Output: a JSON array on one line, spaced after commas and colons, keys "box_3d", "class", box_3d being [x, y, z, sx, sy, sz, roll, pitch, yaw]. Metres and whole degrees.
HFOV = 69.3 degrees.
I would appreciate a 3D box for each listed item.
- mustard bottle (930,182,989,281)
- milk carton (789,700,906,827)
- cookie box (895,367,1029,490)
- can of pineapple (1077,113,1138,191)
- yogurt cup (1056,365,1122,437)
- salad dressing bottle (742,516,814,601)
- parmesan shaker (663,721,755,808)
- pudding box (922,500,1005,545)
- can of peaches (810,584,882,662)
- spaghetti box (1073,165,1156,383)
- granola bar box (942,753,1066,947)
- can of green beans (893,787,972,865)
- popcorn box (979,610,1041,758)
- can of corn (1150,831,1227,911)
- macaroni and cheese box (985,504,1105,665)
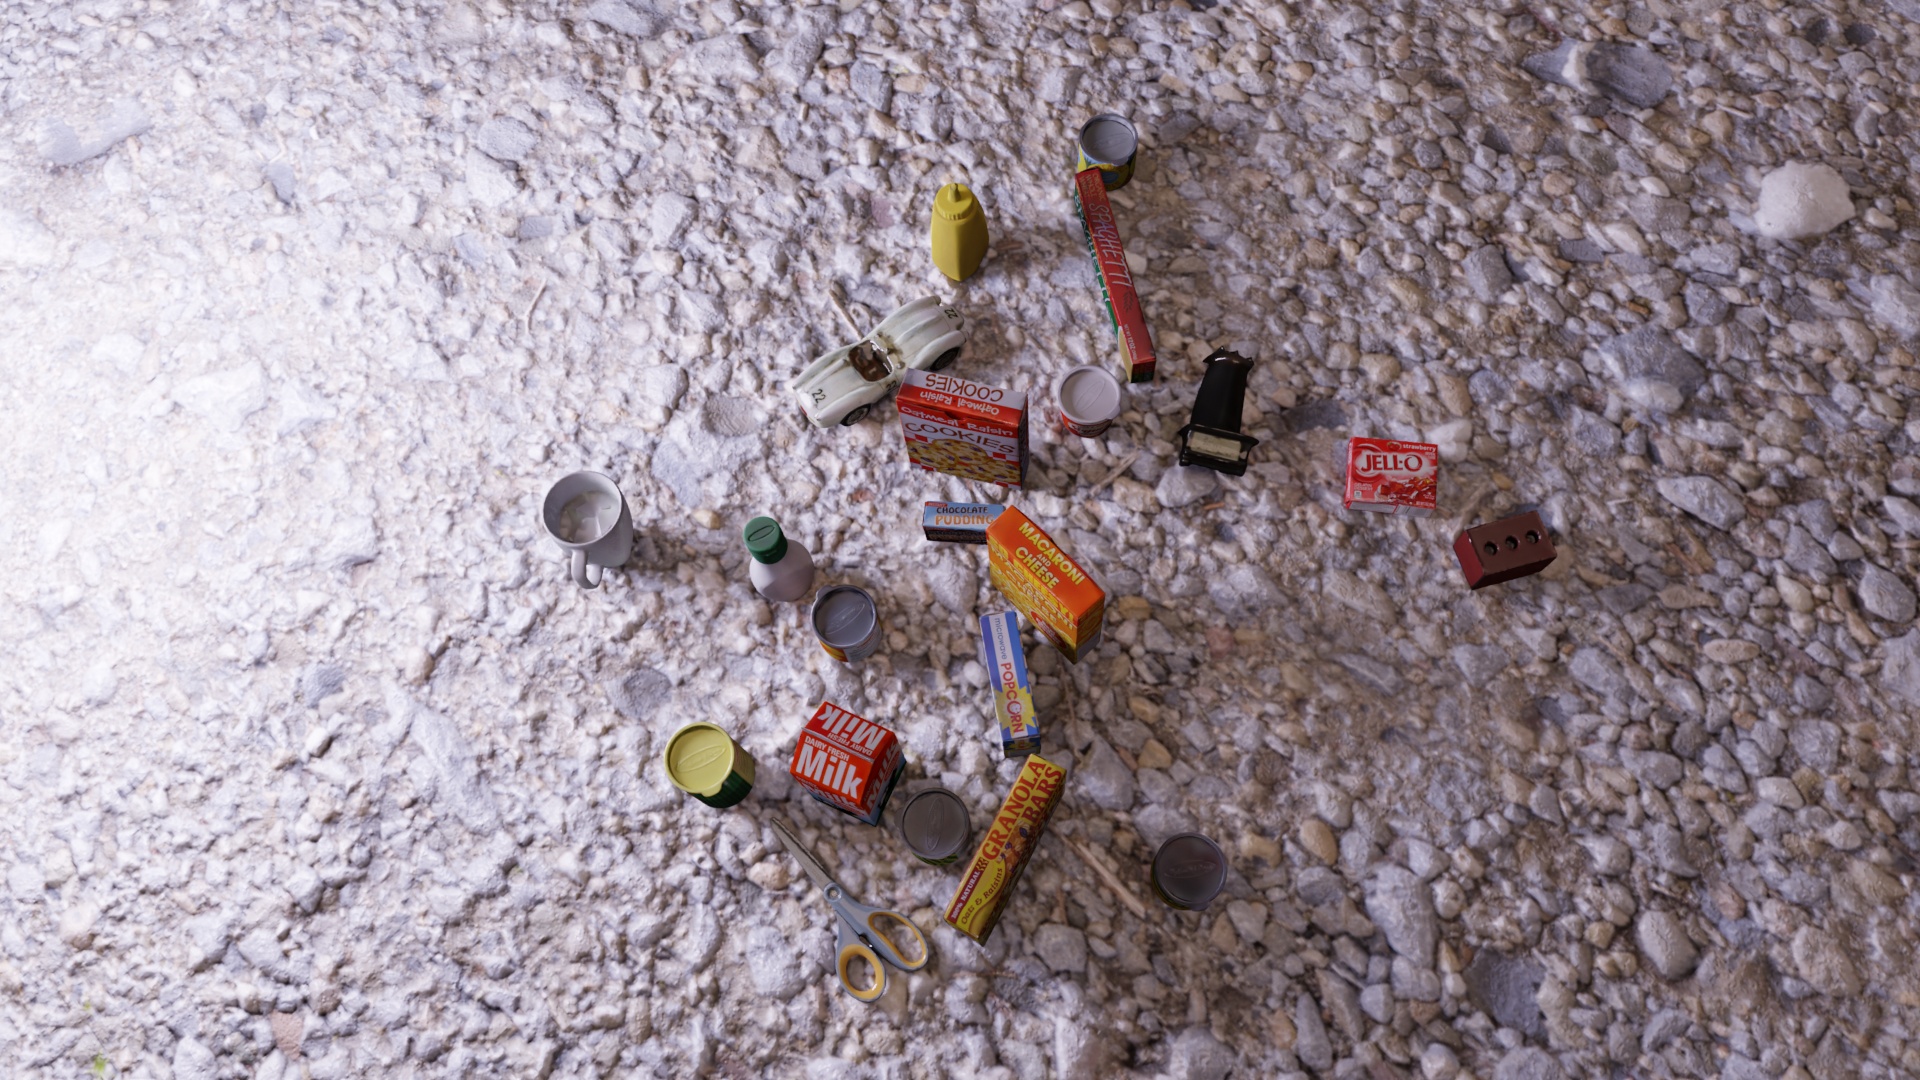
[{"box_3d": [-0.003, -0.340, 1.485, 0.049, 0.159, 0.065, 33, 75, 13], "class": "mustard bottle"}, {"box_3d": [-0.102, 0.204, 1.273, 0.072, 0.190, 0.073, 22, 73, 11], "class": "milk carton"}, {"box_3d": [0.005, -0.109, 1.395, 0.123, 0.167, 0.040, 13, 72, 8], "class": "cookie box"}, {"box_3d": [0.166, -0.435, 1.566, 0.071, 0.057, 0.071, -1, 70, 3], "class": "can of pineapple"}, {"box_3d": [0.135, -0.143, 1.462, 0.072, 0.053, 0.072, -1, 70, 3], "class": "yogurt cup"}, {"box_3d": [-0.182, 0.018, 1.369, 0.064, 0.147, 0.044, -27, 71, -6], "class": "salad dressing bottle"}, {"box_3d": [-0.236, 0.218, 1.321, 0.071, 0.102, 0.071, -1, 70, 3], "class": "parmesan shaker"}, {"box_3d": [0.005, -0.018, 1.425, 0.084, 0.049, 0.030, 4, 70, 4], "class": "pudding box"}, {"box_3d": [-0.114, 0.082, 1.389, 0.071, 0.058, 0.071, -1, 70, 3], "class": "can of peaches"}, {"box_3d": [0.167, -0.292, 1.517, 0.029, 0.050, 0.251, -13, 70, -2], "class": "spaghetti box"}, {"box_3d": [0.042, 0.284, 1.272, 0.039, 0.124, 0.166, 27, 74, 12], "class": "granola bar box"}, {"box_3d": [-0.023, 0.271, 1.315, 0.071, 0.057, 0.071, -1, 70, 3], "class": "can of green beans"}, {"box_3d": [0.049, 0.140, 1.345, 0.038, 0.085, 0.127, -10, 70, -1], "class": "popcorn box"}, {"box_3d": [0.211, 0.310, 1.288, 0.071, 0.058, 0.071, -1, 70, 3], "class": "can of corn"}, {"box_3d": [0.081, 0.045, 1.336, 0.040, 0.166, 0.124, -42, 73, -11], "class": "macaroni and cheese box"}]
